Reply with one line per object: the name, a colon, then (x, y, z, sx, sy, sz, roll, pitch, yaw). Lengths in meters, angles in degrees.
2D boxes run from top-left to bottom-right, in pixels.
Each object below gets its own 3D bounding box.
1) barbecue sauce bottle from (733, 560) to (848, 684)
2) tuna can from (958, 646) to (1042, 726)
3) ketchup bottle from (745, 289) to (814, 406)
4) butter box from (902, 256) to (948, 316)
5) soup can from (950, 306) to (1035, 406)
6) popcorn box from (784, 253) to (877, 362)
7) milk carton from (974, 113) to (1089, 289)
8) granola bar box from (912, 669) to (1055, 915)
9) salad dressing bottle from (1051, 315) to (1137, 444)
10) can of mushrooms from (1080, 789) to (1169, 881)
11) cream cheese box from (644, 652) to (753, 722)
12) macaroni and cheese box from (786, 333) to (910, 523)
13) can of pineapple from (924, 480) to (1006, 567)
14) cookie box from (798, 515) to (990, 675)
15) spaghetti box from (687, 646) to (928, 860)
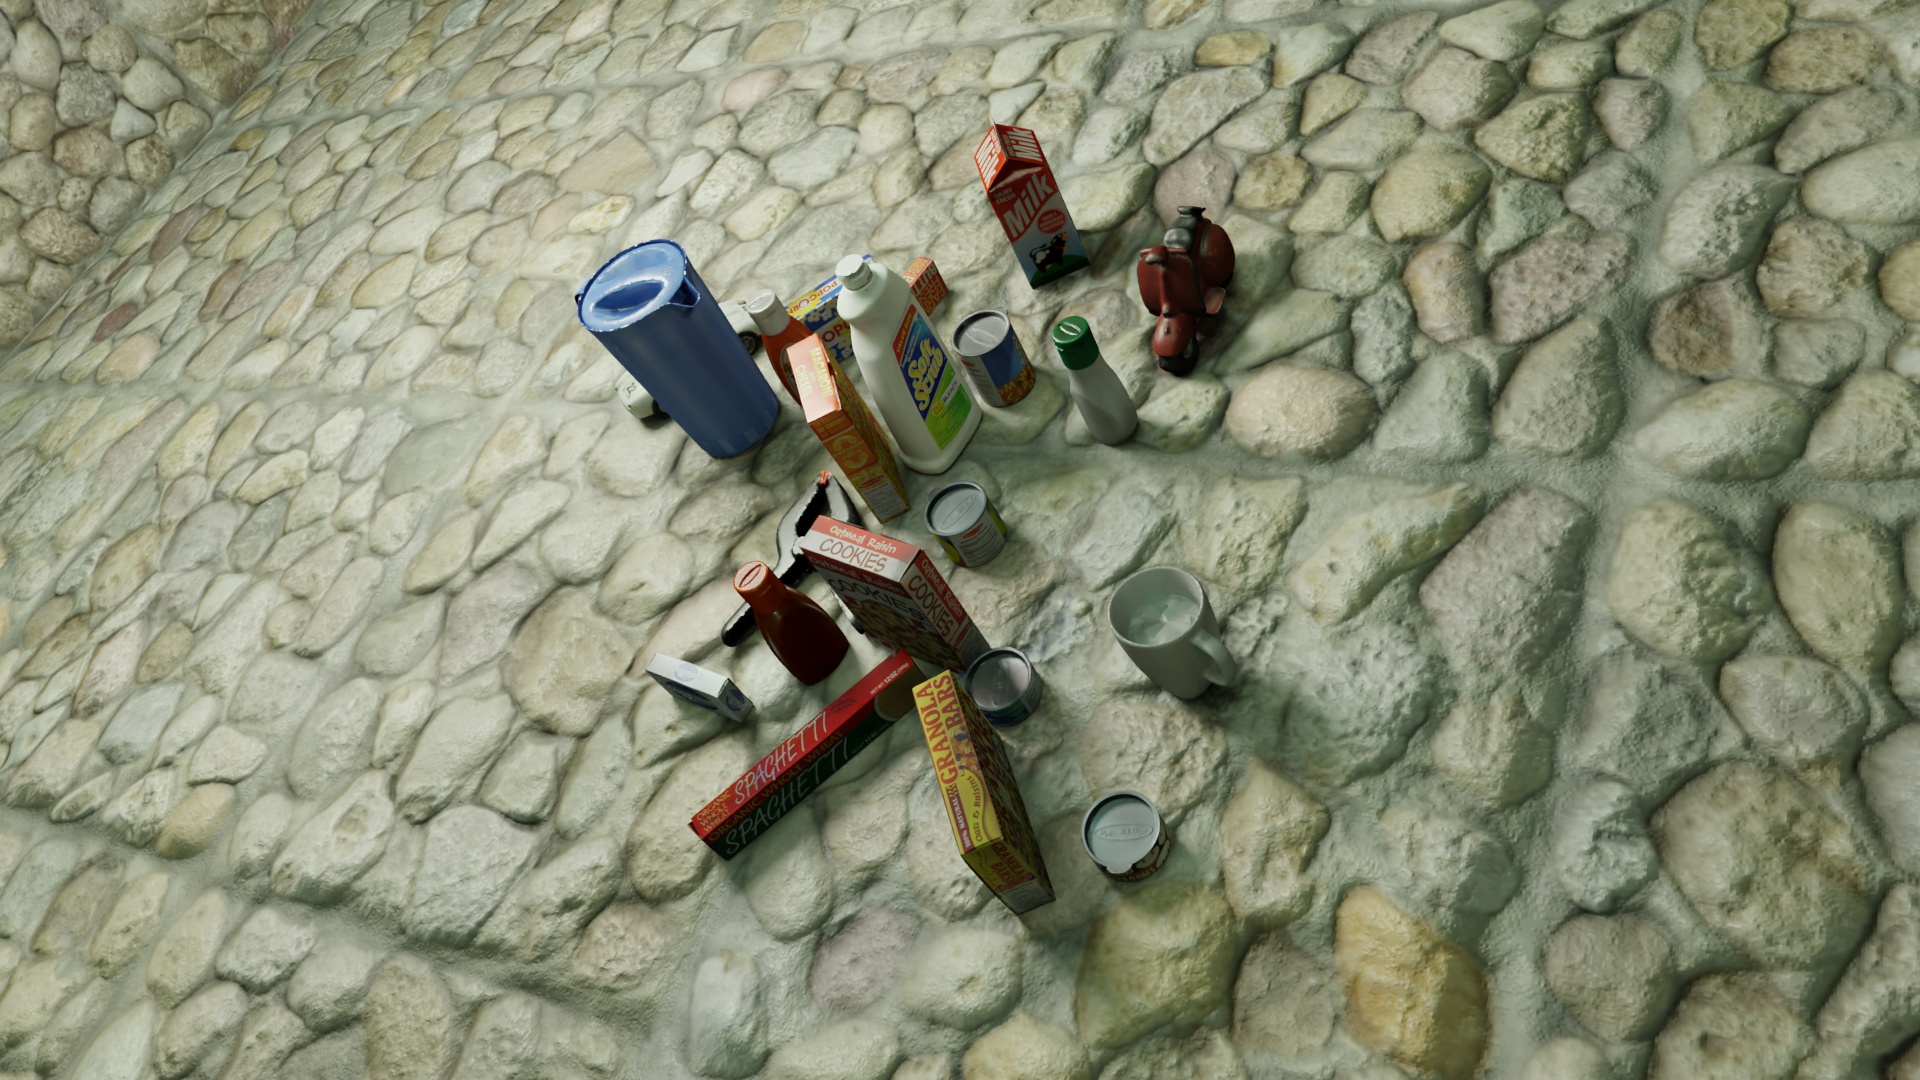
barbecue sauce bottle: (-0.162, 0.075, 1.310, 0.044, 0.148, 0.065, 30, 72, 40)
tuna can: (0.036, 0.132, 1.244, 0.071, 0.032, 0.071, -14, 50, 17)
ketchup bottle: (-0.190, -0.217, 1.554, 0.065, 0.148, 0.044, -31, 47, 2)
butter box: (-0.058, -0.272, 1.597, 0.024, 0.053, 0.104, 20, 65, 37)
soup can: (0.038, -0.194, 1.466, 0.071, 0.083, 0.072, -14, 50, 17)
popcorn box: (-0.134, -0.261, 1.604, 0.127, 0.085, 0.038, -32, 47, 0)
milk carton: (0.072, -0.374, 1.518, 0.073, 0.189, 0.073, -23, 48, 10)
granola bar box: (0.017, 0.206, 1.133, 0.039, 0.123, 0.166, -26, 47, 7)
salad dressing bottle: (0.129, -0.155, 1.345, 0.044, 0.147, 0.064, -46, 48, -11)
can of mushrooms: (0.132, 0.239, 1.111, 0.071, 0.033, 0.071, -14, 50, 17)
cream cheese box: (-0.257, 0.144, 1.368, 0.104, 0.053, 0.024, 14, 62, 34)
macaroni and cheese box: (-0.113, -0.114, 1.422, 0.040, 0.166, 0.124, -26, 47, 6)
can of pineapple: (0.005, -0.017, 1.360, 0.071, 0.057, 0.071, -14, 50, 17)
cookie box: (-0.058, 0.051, 1.263, 0.123, 0.166, 0.040, 17, 64, 36)
spaghetti box: (-0.135, 0.195, 1.268, 0.250, 0.050, 0.029, -39, 47, -6)
